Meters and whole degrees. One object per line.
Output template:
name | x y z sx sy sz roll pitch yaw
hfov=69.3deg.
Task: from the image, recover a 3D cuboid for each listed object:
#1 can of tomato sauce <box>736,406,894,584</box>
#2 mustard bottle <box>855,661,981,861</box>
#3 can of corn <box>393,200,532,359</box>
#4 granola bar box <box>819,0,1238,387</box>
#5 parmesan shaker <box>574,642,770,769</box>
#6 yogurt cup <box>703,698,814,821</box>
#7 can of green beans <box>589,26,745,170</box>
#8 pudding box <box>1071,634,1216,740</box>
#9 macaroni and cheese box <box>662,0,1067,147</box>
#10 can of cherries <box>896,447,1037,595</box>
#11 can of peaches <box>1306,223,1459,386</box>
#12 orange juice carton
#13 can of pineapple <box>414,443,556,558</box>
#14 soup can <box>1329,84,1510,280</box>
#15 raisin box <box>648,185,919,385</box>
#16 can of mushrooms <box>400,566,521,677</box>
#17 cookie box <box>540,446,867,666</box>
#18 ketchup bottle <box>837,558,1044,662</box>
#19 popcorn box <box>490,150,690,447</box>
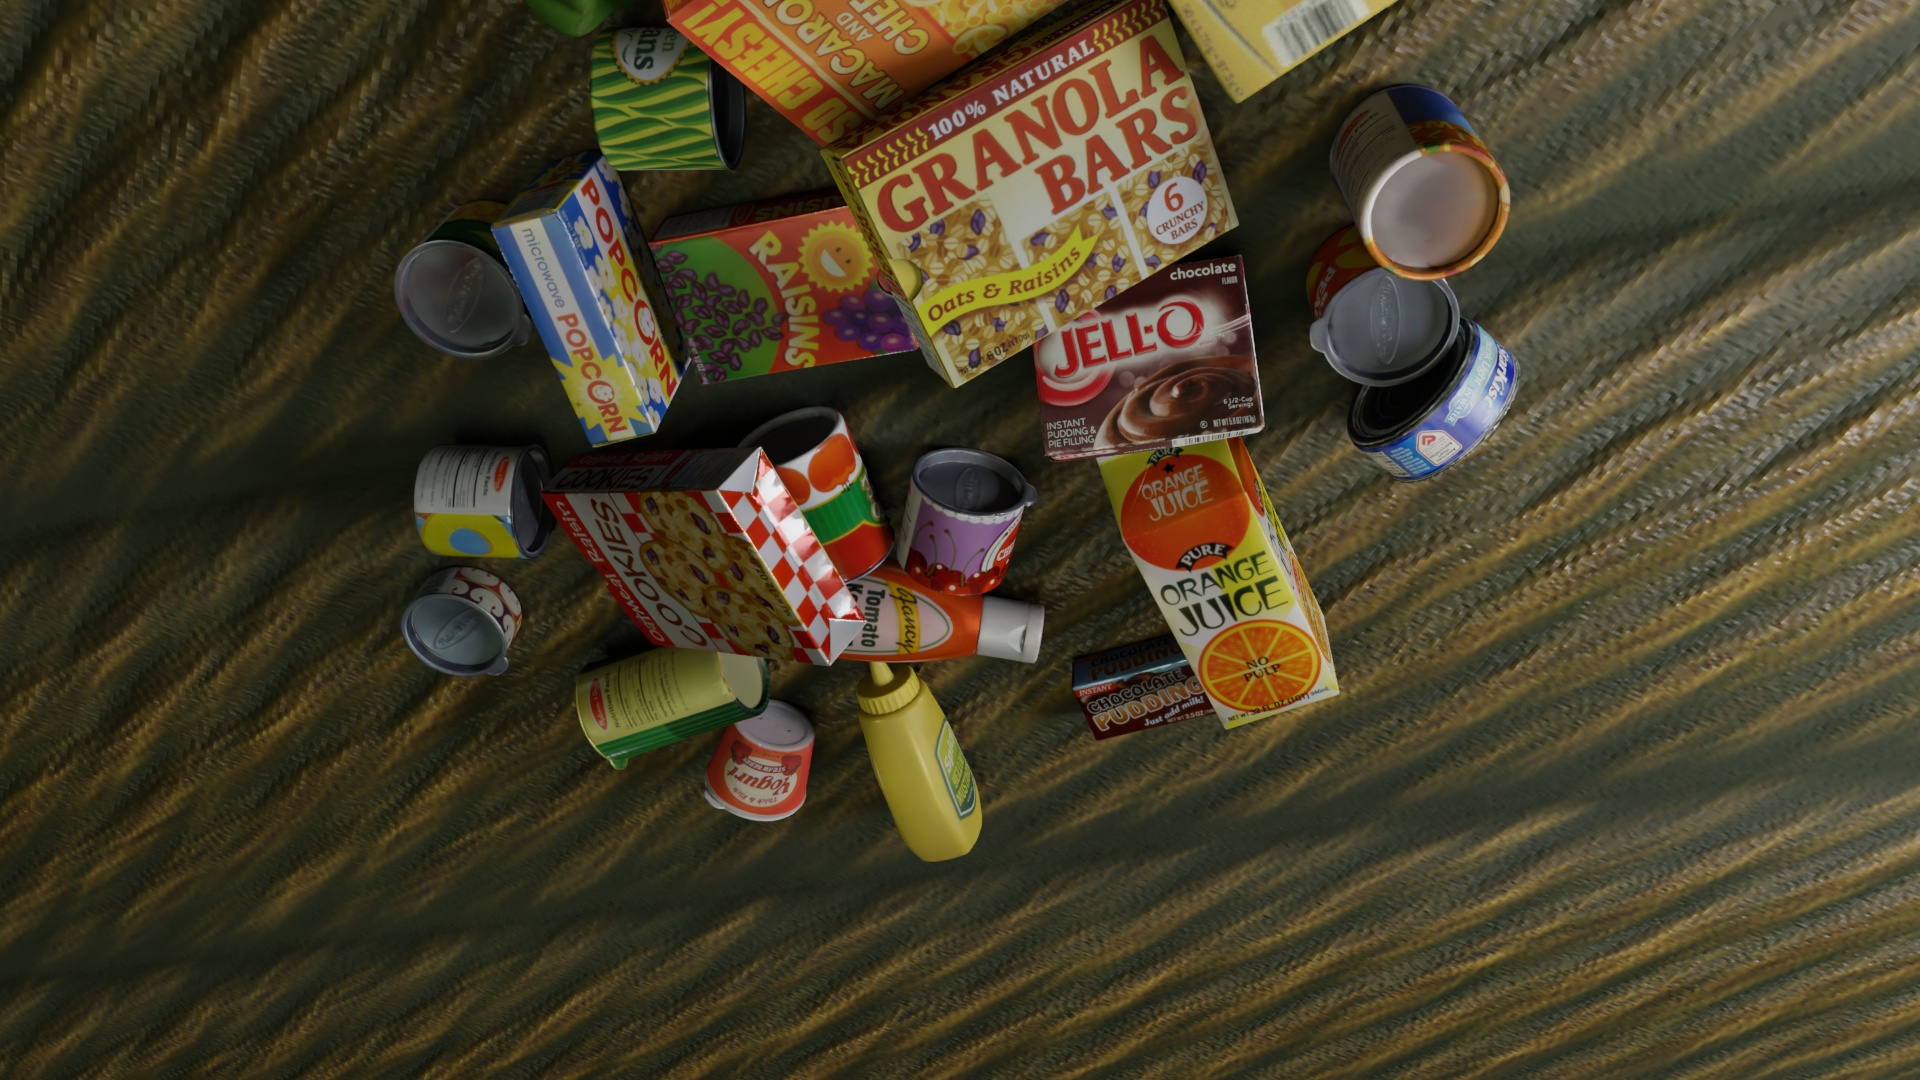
can of tomato sauce | -0.080 -0.025 0.784 0.071 0.071 0.082 -14 122 14
mustard bottle | -0.032 0.130 0.890 0.049 0.065 0.159 -14 116 17
can of corn | -0.249 -0.135 0.725 0.071 0.058 0.070 2 125 3
granola bar box | 0.037 -0.166 0.653 0.166 0.039 0.123 -31 120 -5
parmesan shaker | -0.179 0.096 0.872 0.103 0.072 0.071 -19 121 16
yogurt cup | -0.128 0.140 0.904 0.072 0.073 0.053 17 116 -7
can of green beans | -0.138 -0.210 0.660 0.058 0.071 0.071 1 125 4
pudding box | 0.116 0.090 0.868 0.083 0.030 0.049 -16 121 15
macaroni and cheese box | -0.028 -0.252 0.601 0.166 0.040 0.123 -26 156 21
can of cherries | 0.003 -0.010 0.786 0.071 0.072 0.058 11 125 -3
can of peaches | 0.208 -0.120 0.699 0.071 0.058 0.071 2 125 3
orange juice carton | 0.144 0.008 0.783 0.071 0.073 0.192 -21 120 18
can of pineapple | -0.273 -0.022 0.802 0.058 0.071 0.070 2 125 4
soup can | 0.216 -0.167 0.650 0.071 0.084 0.071 2 125 3
raisin box | -0.088 -0.135 0.724 0.123 0.040 0.085 -8 123 9
can of mushrooms | -0.312 0.052 0.875 0.071 0.034 0.070 2 124 3
cookie box | -0.148 0.008 0.781 0.167 0.040 0.122 2 131 42
ketchup bottle | -0.025 0.045 0.839 0.149 0.043 0.064 8 104 -2
popcorn box | -0.185 -0.124 0.711 0.038 0.085 0.126 -10 123 11
